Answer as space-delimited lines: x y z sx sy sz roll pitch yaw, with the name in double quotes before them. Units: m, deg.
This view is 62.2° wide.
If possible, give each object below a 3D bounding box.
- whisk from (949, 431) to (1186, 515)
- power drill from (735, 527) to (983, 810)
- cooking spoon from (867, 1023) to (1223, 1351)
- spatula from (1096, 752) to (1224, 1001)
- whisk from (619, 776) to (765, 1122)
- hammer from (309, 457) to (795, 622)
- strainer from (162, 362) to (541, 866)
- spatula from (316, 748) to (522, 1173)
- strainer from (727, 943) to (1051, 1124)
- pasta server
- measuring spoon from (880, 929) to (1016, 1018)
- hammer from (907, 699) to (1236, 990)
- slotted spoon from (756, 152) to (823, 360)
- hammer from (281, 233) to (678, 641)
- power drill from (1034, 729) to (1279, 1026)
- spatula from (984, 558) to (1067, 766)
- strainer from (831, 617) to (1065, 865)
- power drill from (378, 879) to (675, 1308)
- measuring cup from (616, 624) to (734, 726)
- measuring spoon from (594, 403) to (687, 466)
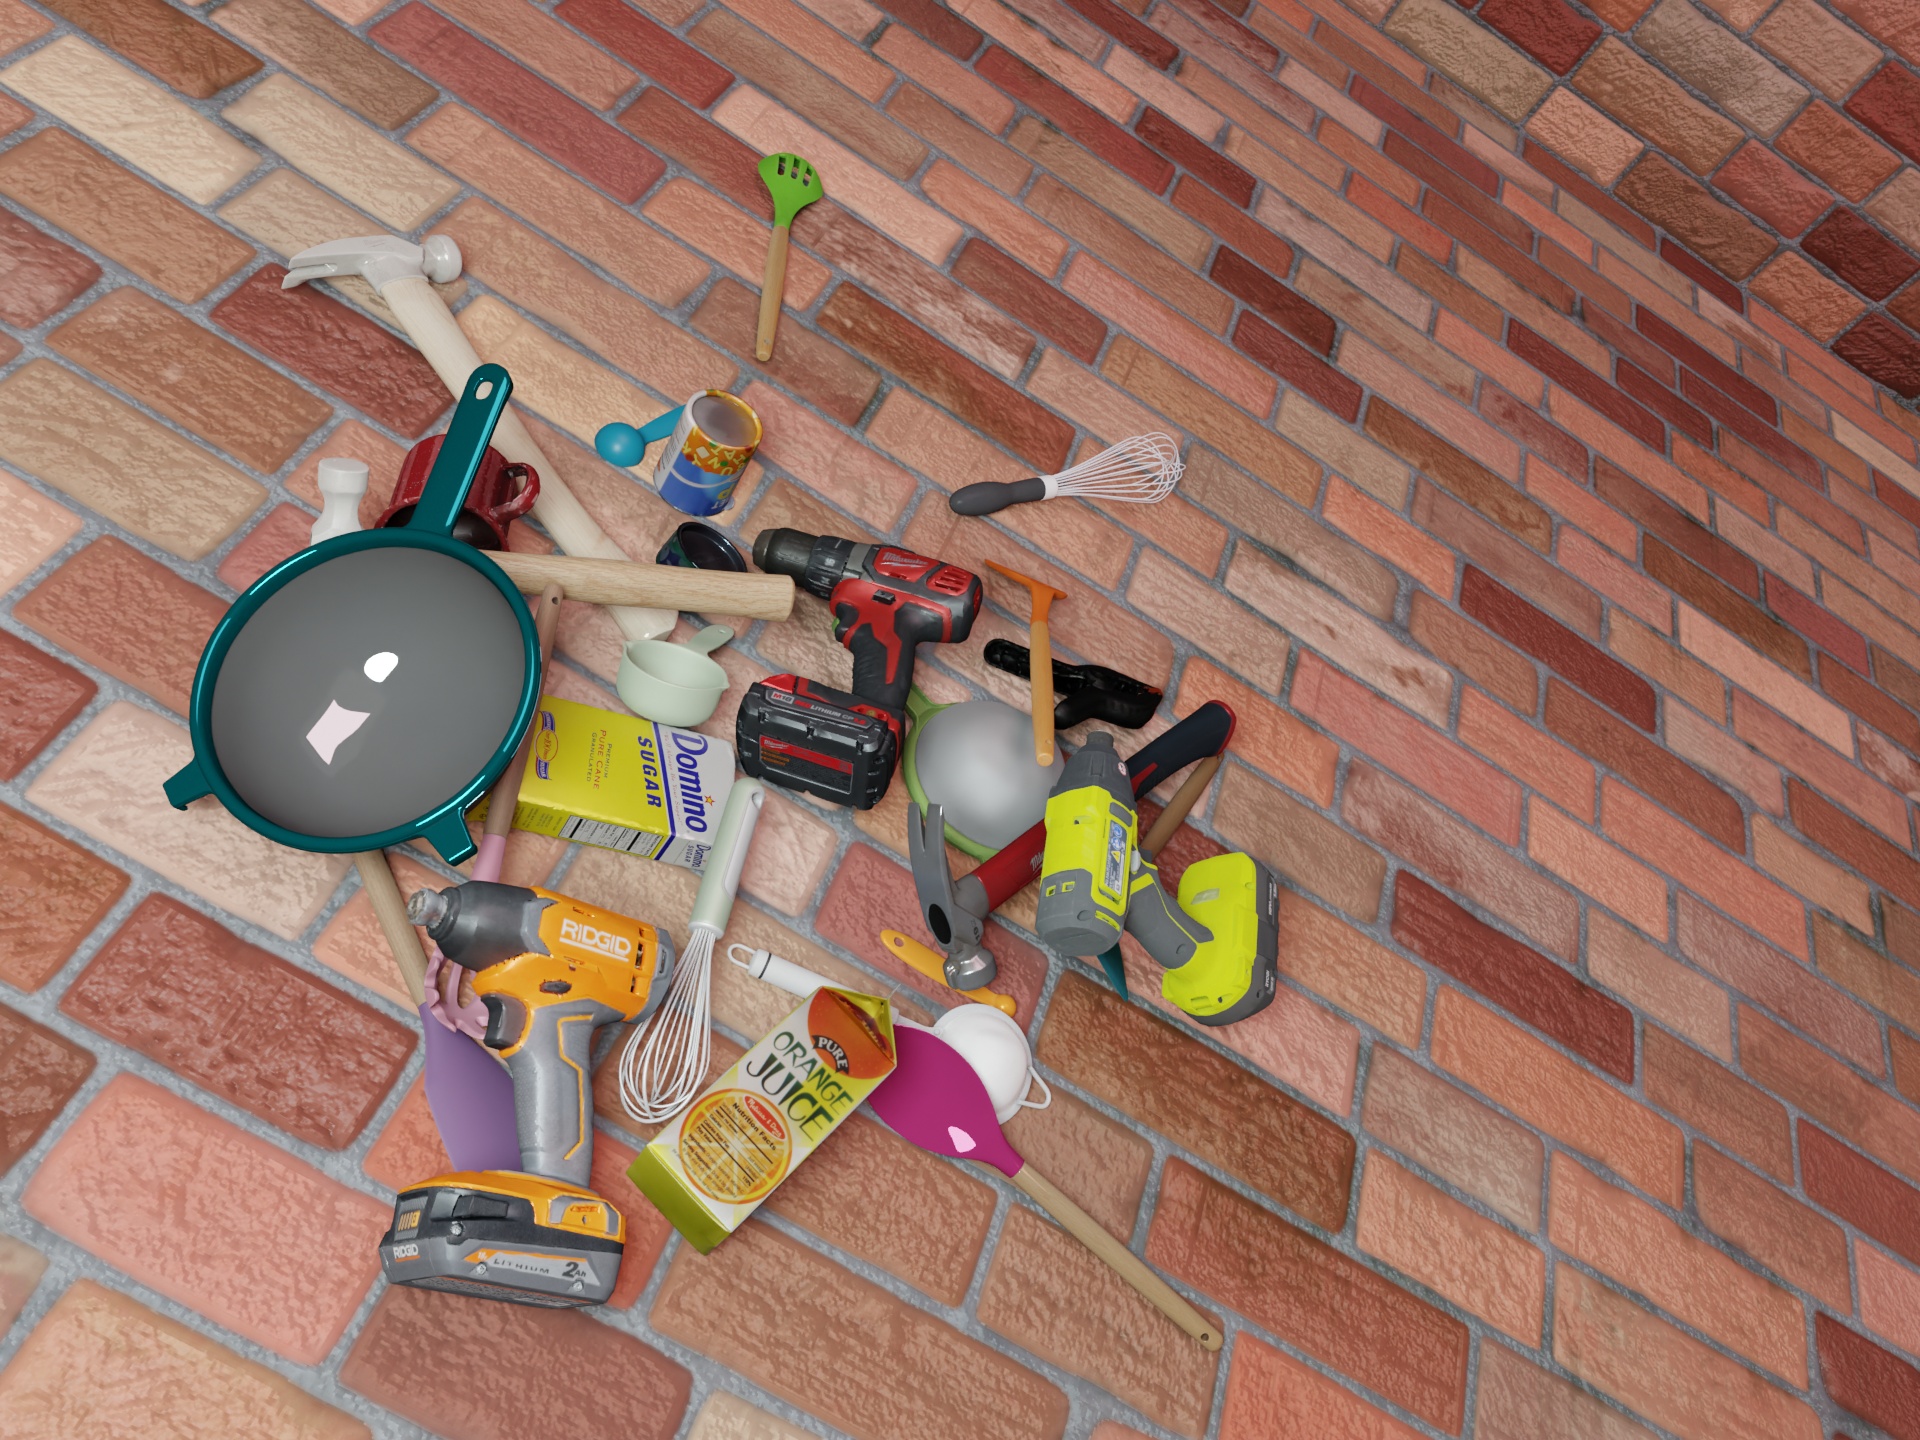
"whisk" 0.106 -0.226 1.520 0.284 0.070 0.070 -16 66 -33
"power drill" -0.099 -0.056 1.220 0.188 0.080 0.227 17 50 7
"cooking spoon" 0.058 0.322 1.083 0.319 0.069 0.017 42 1 -2
"spatula" 0.164 0.106 1.307 0.082 0.044 0.317 59 42 -14
"whisk" -0.168 0.144 1.039 0.057 0.059 0.246 56 40 -49
"hammer" -0.278 -0.098 1.113 0.331 0.130 0.031 4 23 -24
"strainer" -0.339 -0.064 1.009 0.211 0.095 0.341 10 67 8
"spatula" -0.334 0.151 0.978 0.059 0.018 0.316 -9 62 -48
"strainer" -0.043 0.211 1.101 0.258 0.050 0.087 25 61 -9
"pasta server" -0.287 0.048 1.013 0.060 0.040 0.316 28 56 -37
"measuring spoon" -0.008 0.183 1.162 0.117 0.011 0.021 32 46 -7
"hammer" 0.101 0.054 1.242 0.386 0.038 0.143 -32 115 -43
"slotted spoon" -0.174 -0.456 1.536 0.070 0.031 0.314 17 51 -19
"hammer" -0.356 -0.215 1.225 0.146 0.038 0.411 -25 73 -46
"power drill" 0.148 0.122 1.196 0.223 0.080 0.171 37 49 -36
"spatula" 0.062 -0.056 1.307 0.081 0.041 0.323 22 32 -13
"strainer" -0.002 -0.004 1.268 0.256 0.069 0.151 47 46 5
"power drill" -0.254 0.203 0.901 0.164 0.084 0.227 27 54 -37
"measuring cup" -0.201 -0.037 1.178 0.083 0.038 0.168 22 18 2
"measuring spoon" -0.252 -0.249 1.331 0.042 0.021 0.128 46 47 6
